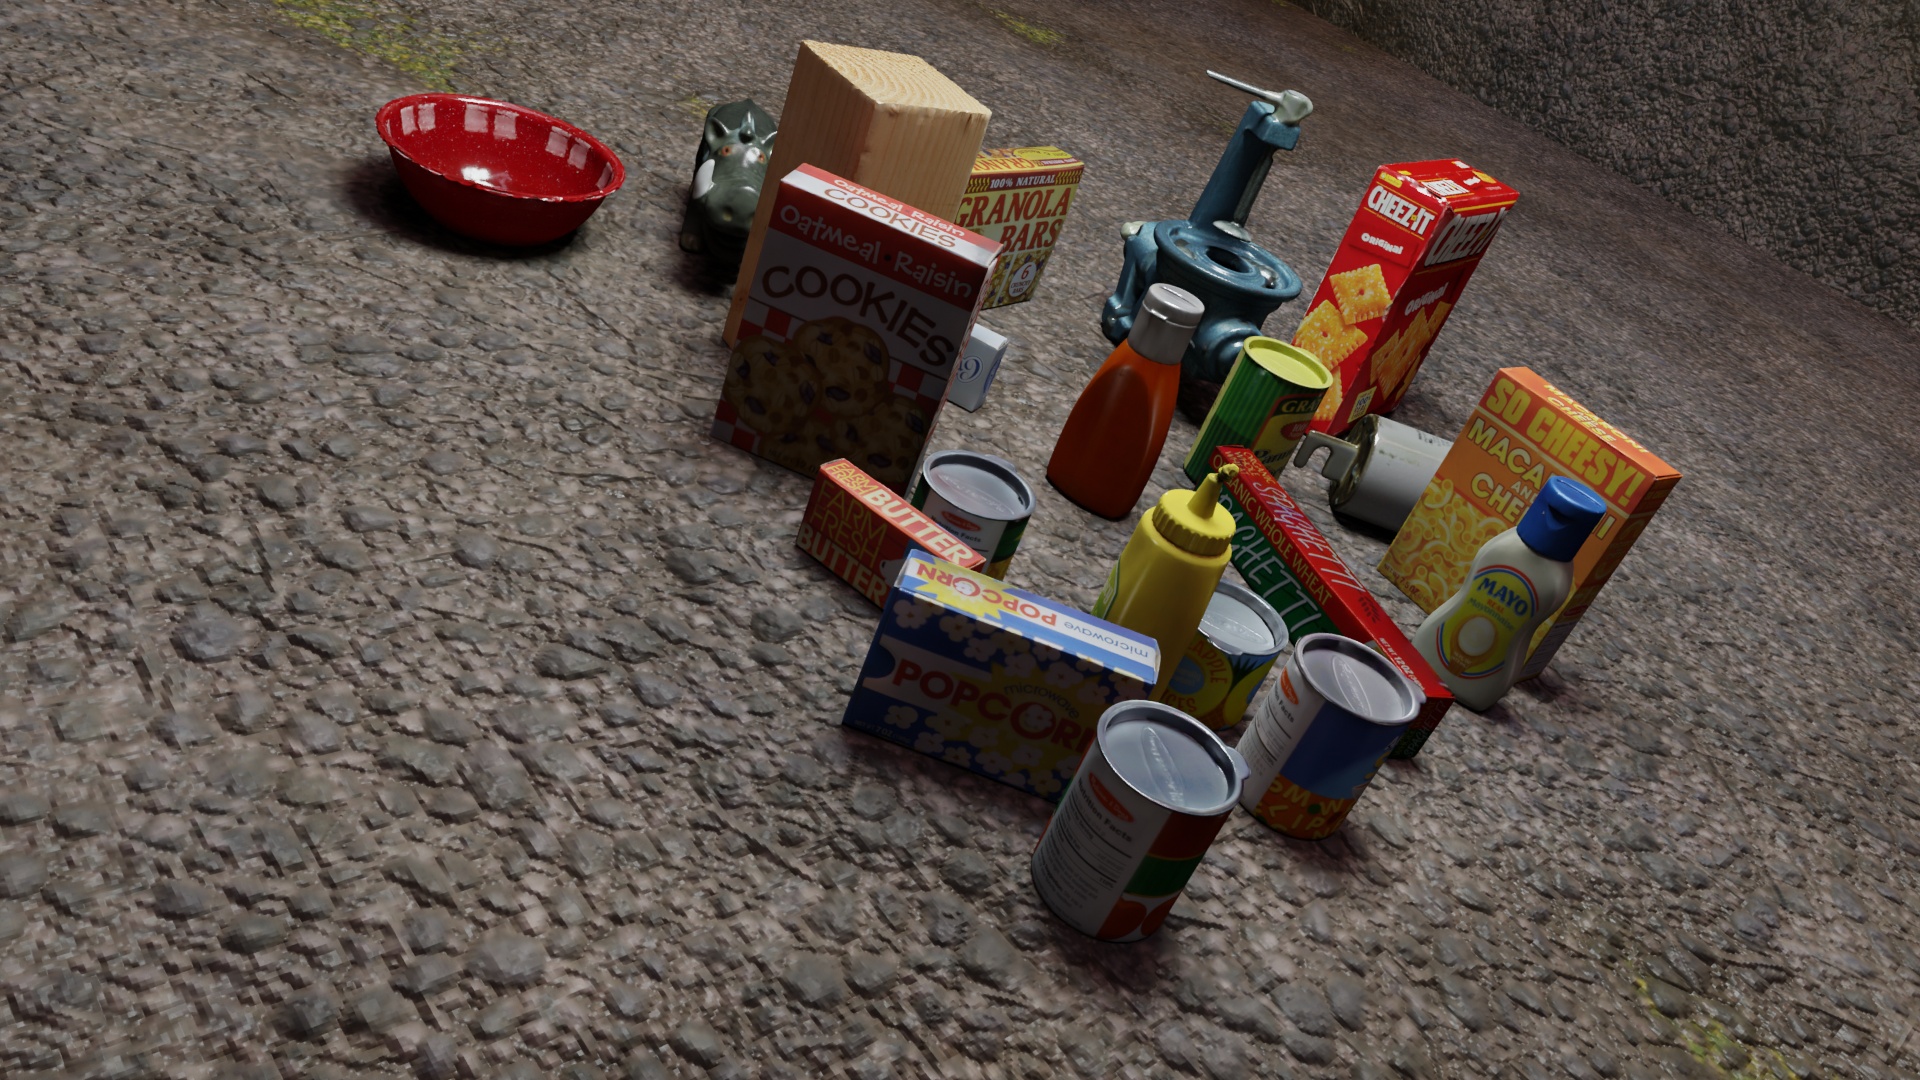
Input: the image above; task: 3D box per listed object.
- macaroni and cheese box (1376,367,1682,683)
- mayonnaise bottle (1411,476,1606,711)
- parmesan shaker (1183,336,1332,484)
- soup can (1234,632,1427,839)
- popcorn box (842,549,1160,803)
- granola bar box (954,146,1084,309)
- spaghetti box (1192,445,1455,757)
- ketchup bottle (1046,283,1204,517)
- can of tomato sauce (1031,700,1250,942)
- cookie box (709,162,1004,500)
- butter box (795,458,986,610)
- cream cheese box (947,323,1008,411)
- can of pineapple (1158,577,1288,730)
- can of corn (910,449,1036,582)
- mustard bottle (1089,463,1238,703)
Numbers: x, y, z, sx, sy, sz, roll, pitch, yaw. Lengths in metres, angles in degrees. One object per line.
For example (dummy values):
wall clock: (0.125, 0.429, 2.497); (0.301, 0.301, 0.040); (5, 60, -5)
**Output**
macaroni and cheese box: (0.363, -0.010, 0.902); (0.040, 0.165, 0.124); (-7, 42, -39)
mayonnaise bottle: (0.332, 0.030, 0.838); (0.065, 0.147, 0.041); (38, 35, 24)
parmesan shaker: (0.210, -0.083, 0.978); (0.071, 0.102, 0.072); (16, 32, -10)
soup can: (0.184, 0.100, 0.703); (0.071, 0.083, 0.072); (16, 32, -10)
popcorn box: (0.019, 0.066, 0.650); (0.127, 0.084, 0.038); (21, 31, -2)
granola bar box: (0.017, -0.239, 1.075); (0.039, 0.123, 0.166); (38, 35, 24)
spaghetti box: (0.214, 0.029, 0.862); (0.029, 0.050, 0.251); (4, 36, -27)
ketchup bottle: (0.108, -0.089, 0.881); (0.065, 0.148, 0.044); (35, 33, 20)
can of tomato sauce: (0.077, 0.122, 0.604); (0.071, 0.082, 0.071); (16, 32, -10)
cookie box: (-0.062, -0.113, 0.795); (0.123, 0.166, 0.040); (23, 31, 1)
butter box: (-0.039, 0.005, 0.738); (0.103, 0.052, 0.024); (36, 34, 21)
cream cheese box: (-0.023, -0.136, 0.962); (0.104, 0.053, 0.024); (28, 32, 9)
can of pineapple: (0.135, 0.061, 0.756); (0.071, 0.057, 0.071); (16, 32, -10)
can of corn: (0.003, -0.010, 0.782); (0.071, 0.058, 0.071); (16, 32, -10)
mustard bottle: (0.099, 0.024, 0.693); (0.049, 0.159, 0.065); (21, 31, -3)
